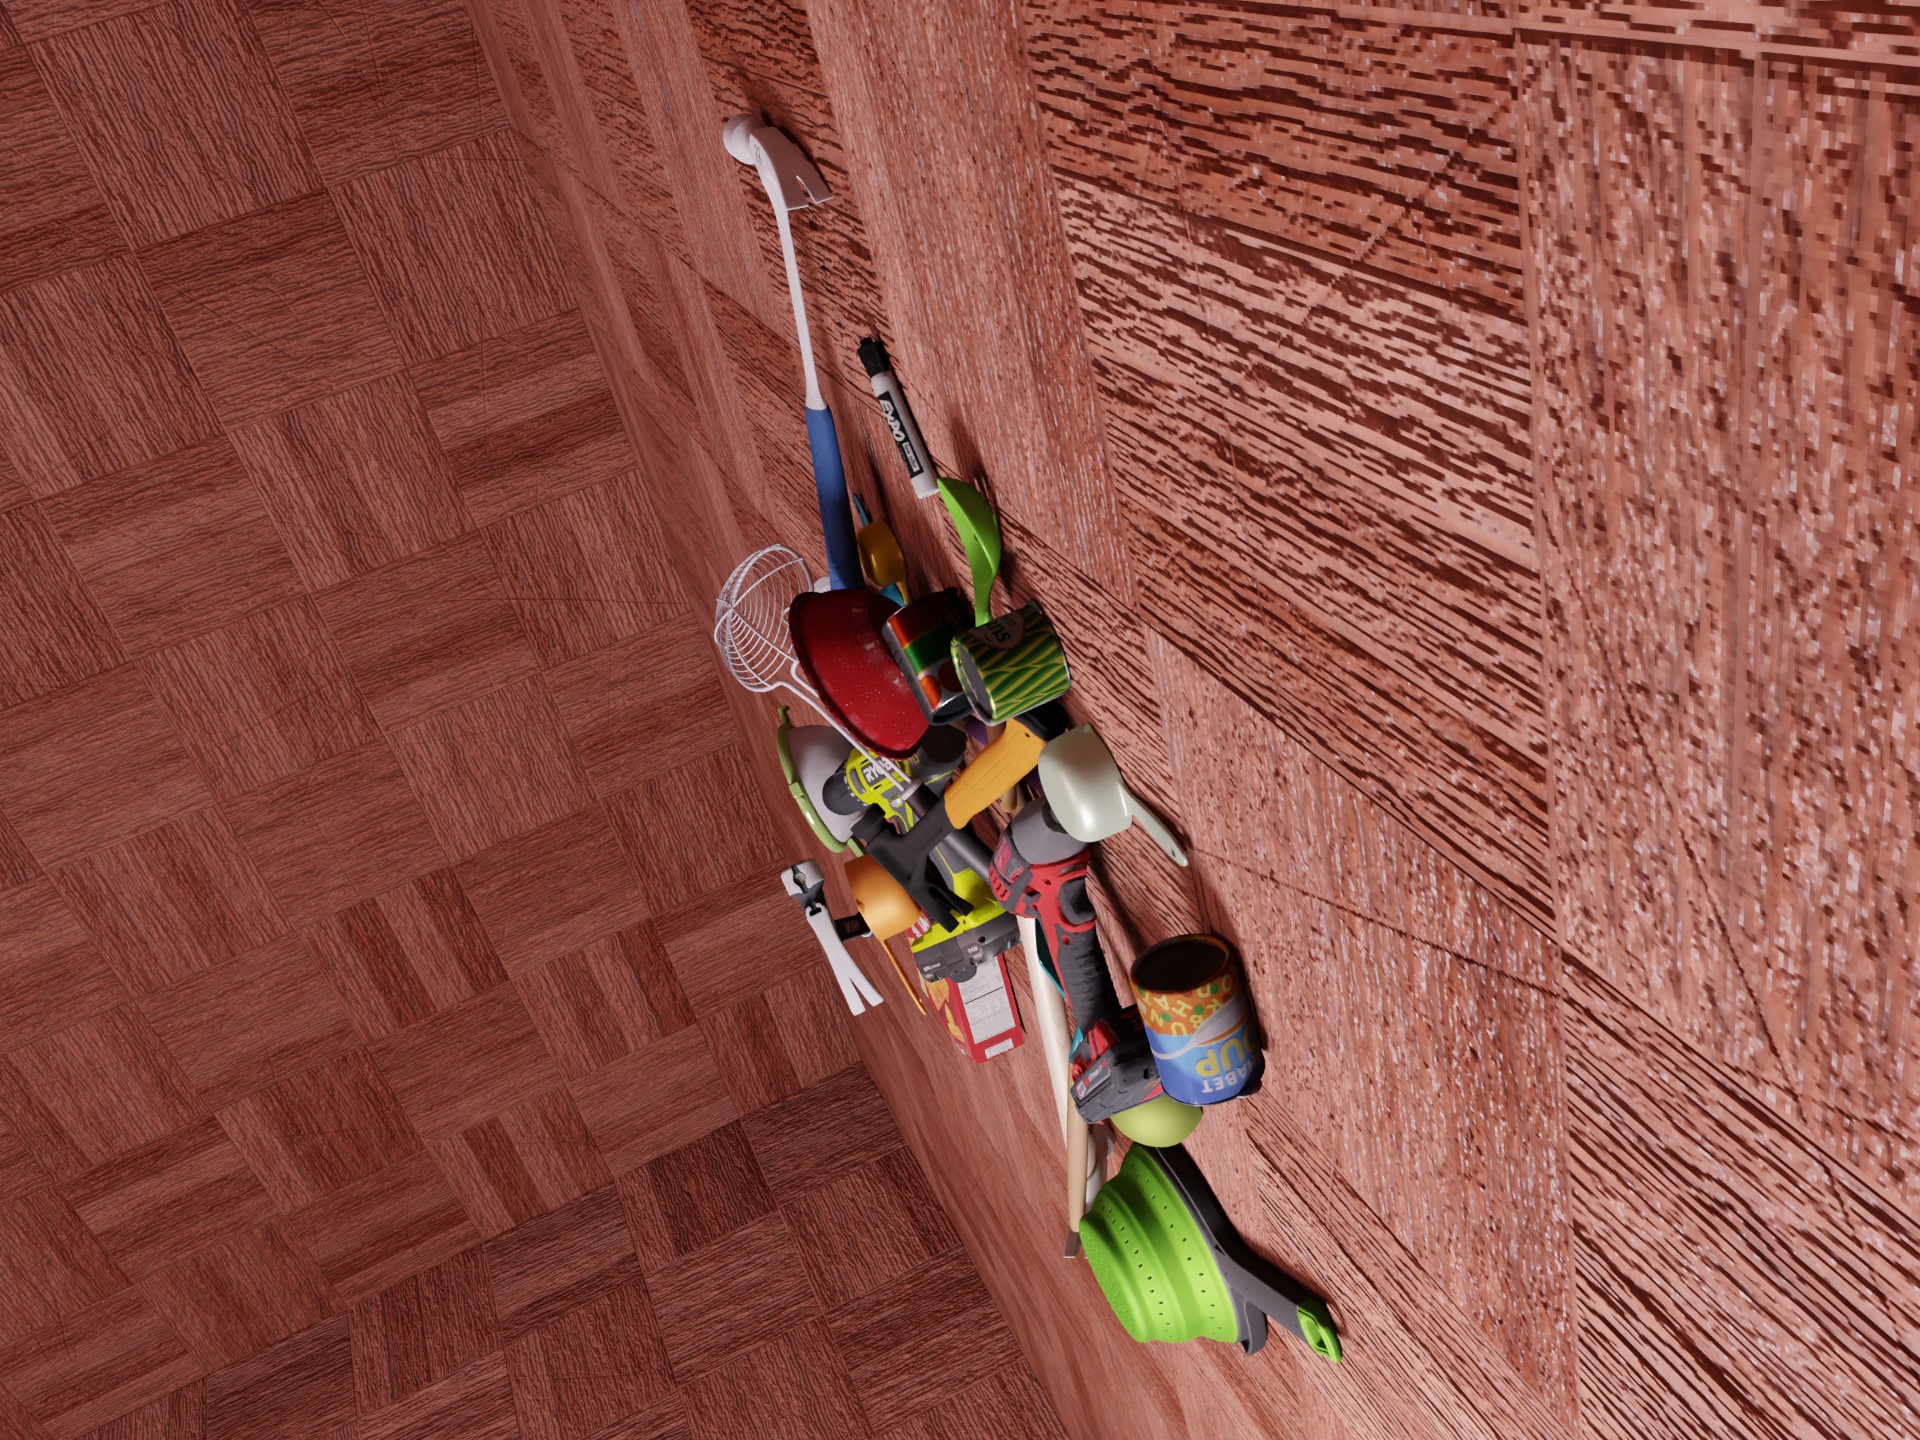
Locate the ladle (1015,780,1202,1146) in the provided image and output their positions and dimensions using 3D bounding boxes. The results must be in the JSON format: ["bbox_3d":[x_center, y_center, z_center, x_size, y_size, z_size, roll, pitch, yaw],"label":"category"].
[{"bbox_3d":[0.101,0.174,1.231,0.320,0.062,0.078,70,154,17],"label":"ladle"}]

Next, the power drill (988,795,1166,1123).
[{"bbox_3d":[0.091,0.160,1.130,0.143,0.078,0.220,112,138,-58],"label":"power drill"}]

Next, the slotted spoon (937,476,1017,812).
[{"bbox_3d":[0.021,-0.045,1.140,0.070,0.031,0.313,-124,18,-44],"label":"slotted spoon"}]

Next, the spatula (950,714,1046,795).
[{"bbox_3d":[-0.002,-0.004,1.309,0.316,0.018,0.059,30,138,59],"label":"spatula"}]

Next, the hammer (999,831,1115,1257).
[{"bbox_3d":[0.082,0.275,1.368,0.146,0.038,0.410,-73,-26,-57],"label":"hammer"}]

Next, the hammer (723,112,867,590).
[{"bbox_3d":[-0.115,-0.258,1.257,0.144,0.035,0.405,-129,24,-49],"label":"hammer"}]

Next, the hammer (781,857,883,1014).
[{"bbox_3d":[-0.099,0.215,1.647,0.149,0.036,0.409,63,-177,7],"label":"hammer"}]

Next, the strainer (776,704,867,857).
[{"bbox_3d":[-0.112,0.096,1.733,0.256,0.069,0.152,58,-171,-37],"label":"strainer"}]

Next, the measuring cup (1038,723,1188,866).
[{"bbox_3d":[0.095,0.060,1.024,0.168,0.038,0.083,-133,22,-62],"label":"measuring cup"}]

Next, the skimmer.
[{"bbox_3d":[-0.074,0.004,1.369,0.363,0.090,0.127,44,123,-1],"label":"skimmer"}]

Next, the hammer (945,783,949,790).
[{"bbox_3d":[-0.026,0.067,1.552,0.359,0.036,0.149,70,167,-16],"label":"hammer"}]

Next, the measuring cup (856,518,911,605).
[{"bbox_3d":[-0.058,-0.099,1.391,0.062,0.029,0.156,-141,33,-65],"label":"measuring cup"}]

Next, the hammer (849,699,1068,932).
[{"bbox_3d":[0.009,0.066,1.224,0.127,0.034,0.336,46,150,3],"label":"hammer"}]

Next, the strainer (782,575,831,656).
[{"bbox_3d":[-0.105,-0.091,1.463,0.258,0.050,0.087,9,82,67],"label":"strainer"}]

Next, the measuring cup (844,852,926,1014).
[{"bbox_3d":[-0.056,0.209,1.601,0.173,0.052,0.095,62,-177,1],"label":"measuring cup"}]

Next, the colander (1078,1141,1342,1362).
[{"bbox_3d":[0.178,0.440,1.244,0.204,0.094,0.397,67,168,-1],"label":"colander"}]

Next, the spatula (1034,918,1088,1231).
[{"bbox_3d":[0.085,0.297,1.305,0.082,0.044,0.317,-85,-7,-63],"label":"spatula"}]

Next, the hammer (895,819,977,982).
[{"bbox_3d":[-0.051,0.113,1.614,0.146,0.035,0.335,70,178,-60],"label":"hammer"}]

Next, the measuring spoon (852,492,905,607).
[{"bbox_3d":[-0.079,-0.141,1.423,0.128,0.021,0.042,69,167,-16],"label":"measuring spoon"}]

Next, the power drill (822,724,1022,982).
[{"bbox_3d":[-0.035,0.117,1.458,0.190,0.080,0.228,-32,83,50],"label":"power drill"}]
